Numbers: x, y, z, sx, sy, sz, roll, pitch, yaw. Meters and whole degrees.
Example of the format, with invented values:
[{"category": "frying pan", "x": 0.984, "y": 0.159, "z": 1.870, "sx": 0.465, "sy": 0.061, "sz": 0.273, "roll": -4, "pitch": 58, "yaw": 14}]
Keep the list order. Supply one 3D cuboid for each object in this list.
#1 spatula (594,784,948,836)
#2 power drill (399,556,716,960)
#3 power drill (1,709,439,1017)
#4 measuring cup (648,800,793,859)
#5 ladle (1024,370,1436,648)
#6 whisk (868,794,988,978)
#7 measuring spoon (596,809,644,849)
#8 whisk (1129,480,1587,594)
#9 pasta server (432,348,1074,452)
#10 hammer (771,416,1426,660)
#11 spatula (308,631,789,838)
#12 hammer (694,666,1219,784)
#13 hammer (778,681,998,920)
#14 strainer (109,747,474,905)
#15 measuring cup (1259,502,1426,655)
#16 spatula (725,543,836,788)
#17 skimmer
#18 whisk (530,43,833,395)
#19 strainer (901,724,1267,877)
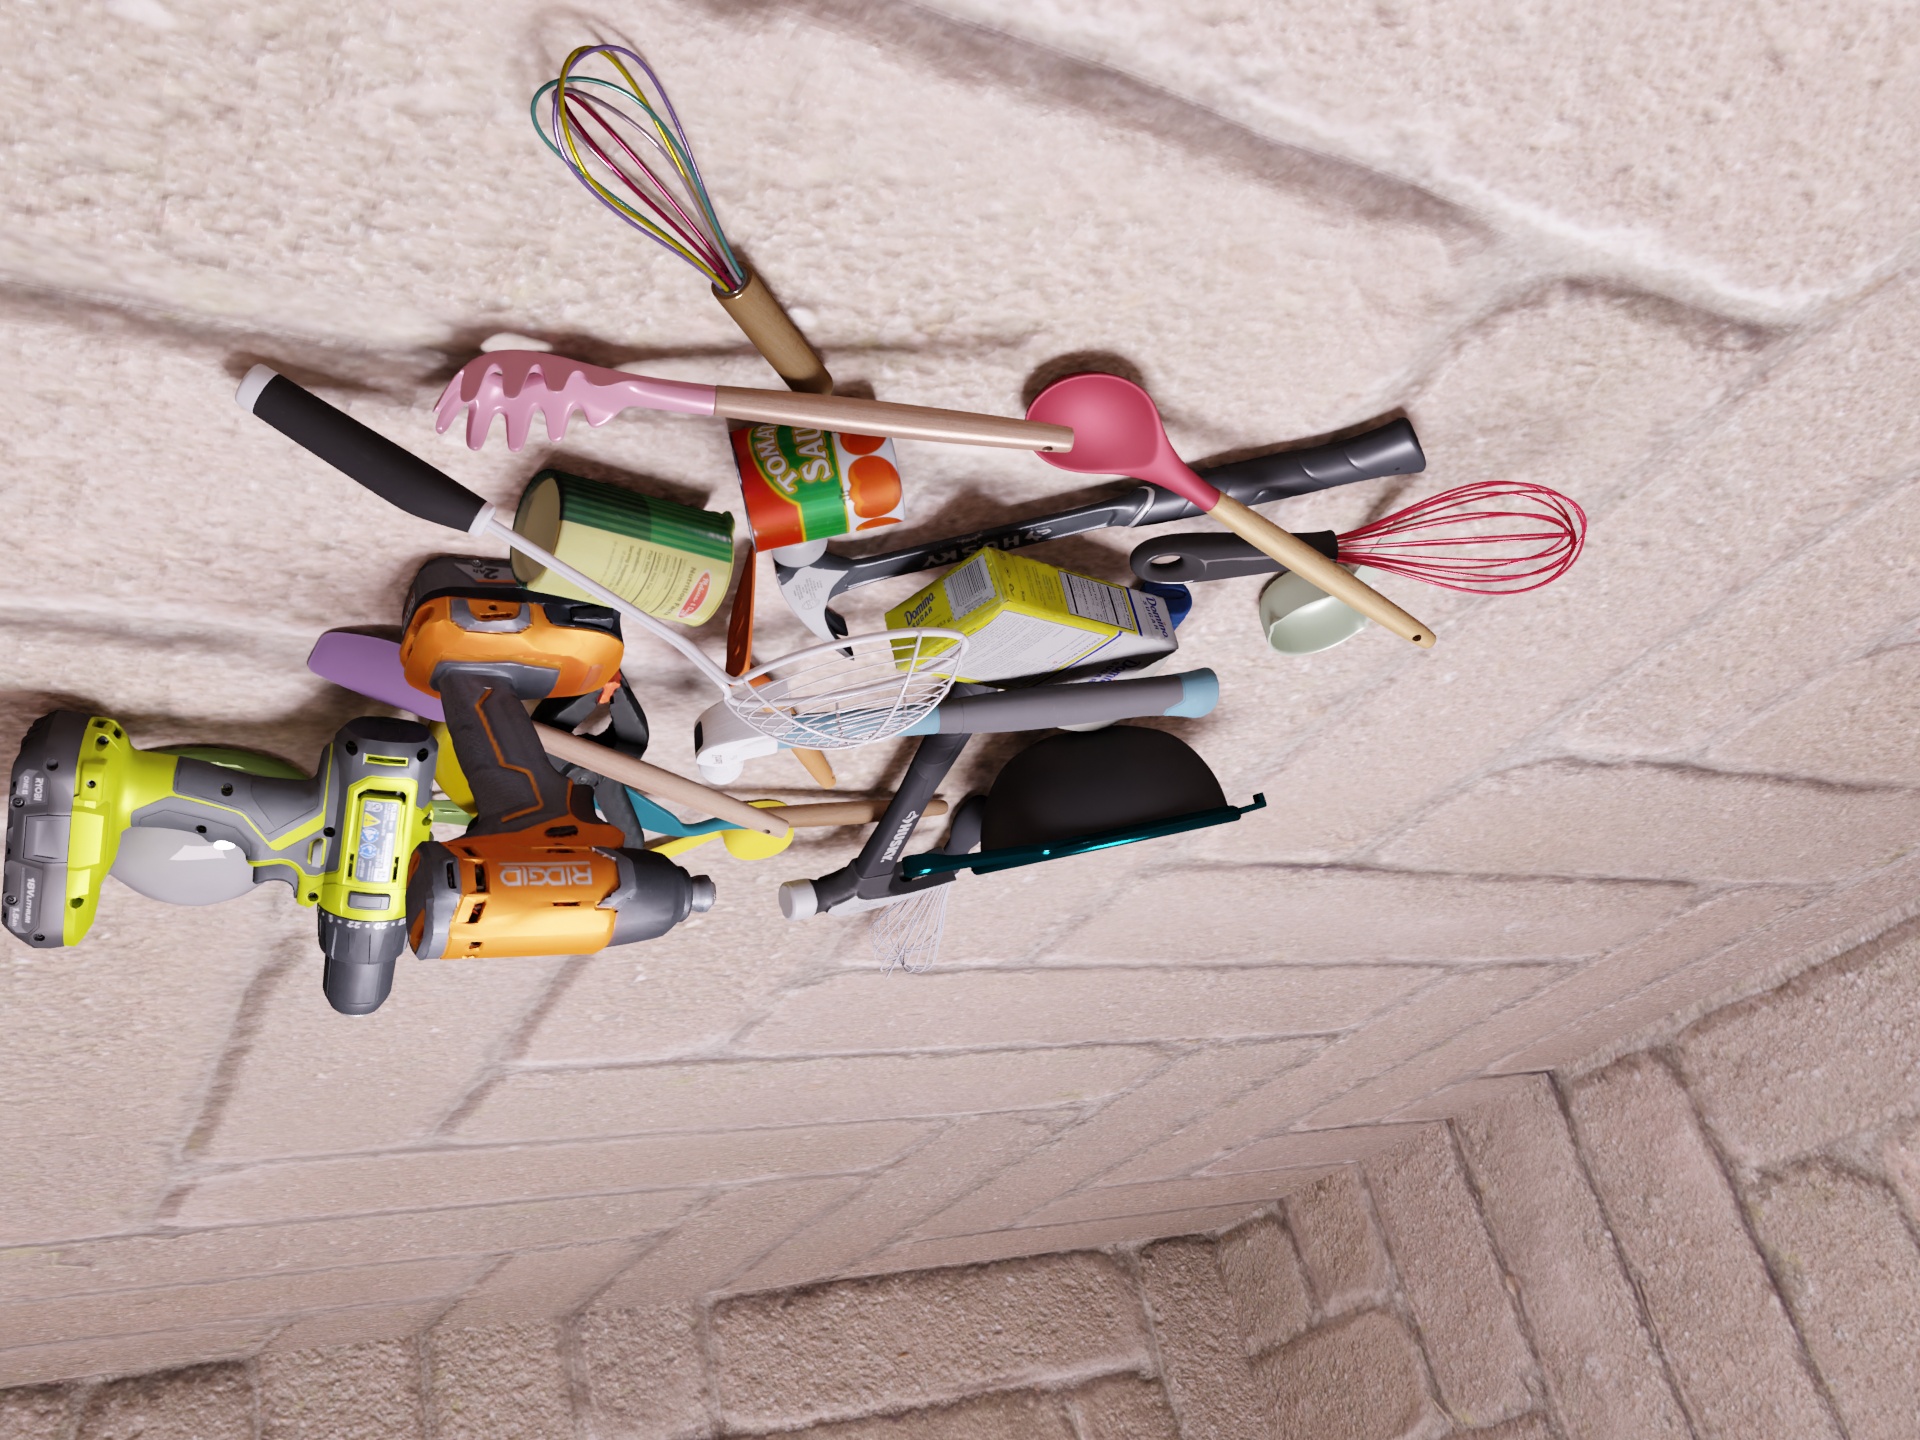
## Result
[{"category": "spatula", "x": -0.141, "y": 0.063, "z": 1.208, "sx": 0.317, "sy": 0.044, "sz": 0.082, "roll": -1, "pitch": 170, "yaw": -36}, {"category": "power drill", "x": -0.228, "y": 0.025, "z": 0.890, "sx": 0.164, "sy": 0.227, "sz": 0.084, "roll": 3, "pitch": 148, "yaw": -30}, {"category": "power drill", "x": -0.442, "y": 0.086, "z": 0.965, "sx": 0.228, "sy": 0.080, "sz": 0.190, "roll": 7, "pitch": 105, "yaw": -21}, {"category": "measuring cup", "x": -0.205, "y": 0.105, "z": 1.250, "sx": 0.156, "sy": 0.029, "sz": 0.062, "roll": -20, "pitch": 153, "yaw": -1}, {"category": "ladle", "x": 0.168, "y": -0.117, "z": 0.934, "sx": 0.315, "sy": 0.031, "sz": 0.069, "roll": 28, "pitch": 130, "yaw": -24}, {"category": "whisk", "x": -0.023, "y": 0.149, "z": 1.404, "sx": 0.070, "sy": 0.070, "sz": 0.284, "roll": -2, "pitch": 145, "yaw": -22}, {"category": "measuring spoon", "x": -0.266, "y": 0.098, "z": 1.230, "sx": 0.034, "sy": 0.018, "sz": 0.124, "roll": -18, "pitch": 153, "yaw": 6}, {"category": "whisk", "x": 0.250, "y": -0.109, "z": 0.992, "sx": 0.296, "sy": 0.073, "sz": 0.073, "roll": -5, "pitch": 151, "yaw": -7}, {"category": "pasta server", "x": -0.096, "y": -0.149, "z": 0.792, "sx": 0.316, "sy": 0.040, "sz": 0.060, "roll": 4, "pitch": 164, "yaw": -13}, {"category": "hammer", "x": 0.090, "y": -0.123, "z": 0.978, "sx": 0.409, "sy": 0.036, "sz": 0.149, "roll": -13, "pitch": 153, "yaw": -3}, {"category": "spatula", "x": -0.247, "y": 0.014, "z": 0.999, "sx": 0.315, "sy": 0.018, "sz": 0.059, "roll": 24, "pitch": 136, "yaw": -25}, {"category": "hammer", "x": -0.002, "y": -0.003, "z": 1.002, "sx": 0.331, "sy": 0.033, "sz": 0.128, "roll": -6, "pitch": 165, "yaw": -8}, {"category": "hammer", "x": -0.024, "y": 0.044, "z": 1.194, "sx": 0.146, "sy": 0.035, "sz": 0.334, "roll": -7, "pitch": 145, "yaw": -31}, {"category": "strainer", "x": -0.450, "y": 0.083, "z": 1.062, "sx": 0.256, "sy": 0.069, "sz": 0.151, "roll": 1, "pitch": 148, "yaw": -25}, {"category": "measuring cup", "x": 0.264, "y": -0.106, "z": 1.091, "sx": 0.083, "sy": 0.038, "sz": 0.167, "roll": -1, "pitch": 147, "yaw": -24}, {"category": "spatula", "x": -0.117, "y": -0.011, "z": 1.071, "sx": 0.041, "sy": 0.081, "sz": 0.322, "roll": -3, "pitch": 158, "yaw": 8}, {"category": "skimmer", "x": -0.167, "y": -0.089, "z": 0.787, "sx": 0.363, "sy": 0.090, "sz": 0.127, "roll": 31, "pitch": 156, "yaw": -13}, {"category": "whisk", "x": -0.115, "y": -0.208, "z": 0.718, "sx": 0.051, "sy": 0.047, "sz": 0.244, "roll": -22, "pitch": 154, "yaw": 11}, {"category": "strainer", "x": 0.064, "y": 0.055, "z": 1.171, "sx": 0.211, "sy": 0.095, "sz": 0.340, "roll": -16, "pitch": 172, "yaw": 37}]
